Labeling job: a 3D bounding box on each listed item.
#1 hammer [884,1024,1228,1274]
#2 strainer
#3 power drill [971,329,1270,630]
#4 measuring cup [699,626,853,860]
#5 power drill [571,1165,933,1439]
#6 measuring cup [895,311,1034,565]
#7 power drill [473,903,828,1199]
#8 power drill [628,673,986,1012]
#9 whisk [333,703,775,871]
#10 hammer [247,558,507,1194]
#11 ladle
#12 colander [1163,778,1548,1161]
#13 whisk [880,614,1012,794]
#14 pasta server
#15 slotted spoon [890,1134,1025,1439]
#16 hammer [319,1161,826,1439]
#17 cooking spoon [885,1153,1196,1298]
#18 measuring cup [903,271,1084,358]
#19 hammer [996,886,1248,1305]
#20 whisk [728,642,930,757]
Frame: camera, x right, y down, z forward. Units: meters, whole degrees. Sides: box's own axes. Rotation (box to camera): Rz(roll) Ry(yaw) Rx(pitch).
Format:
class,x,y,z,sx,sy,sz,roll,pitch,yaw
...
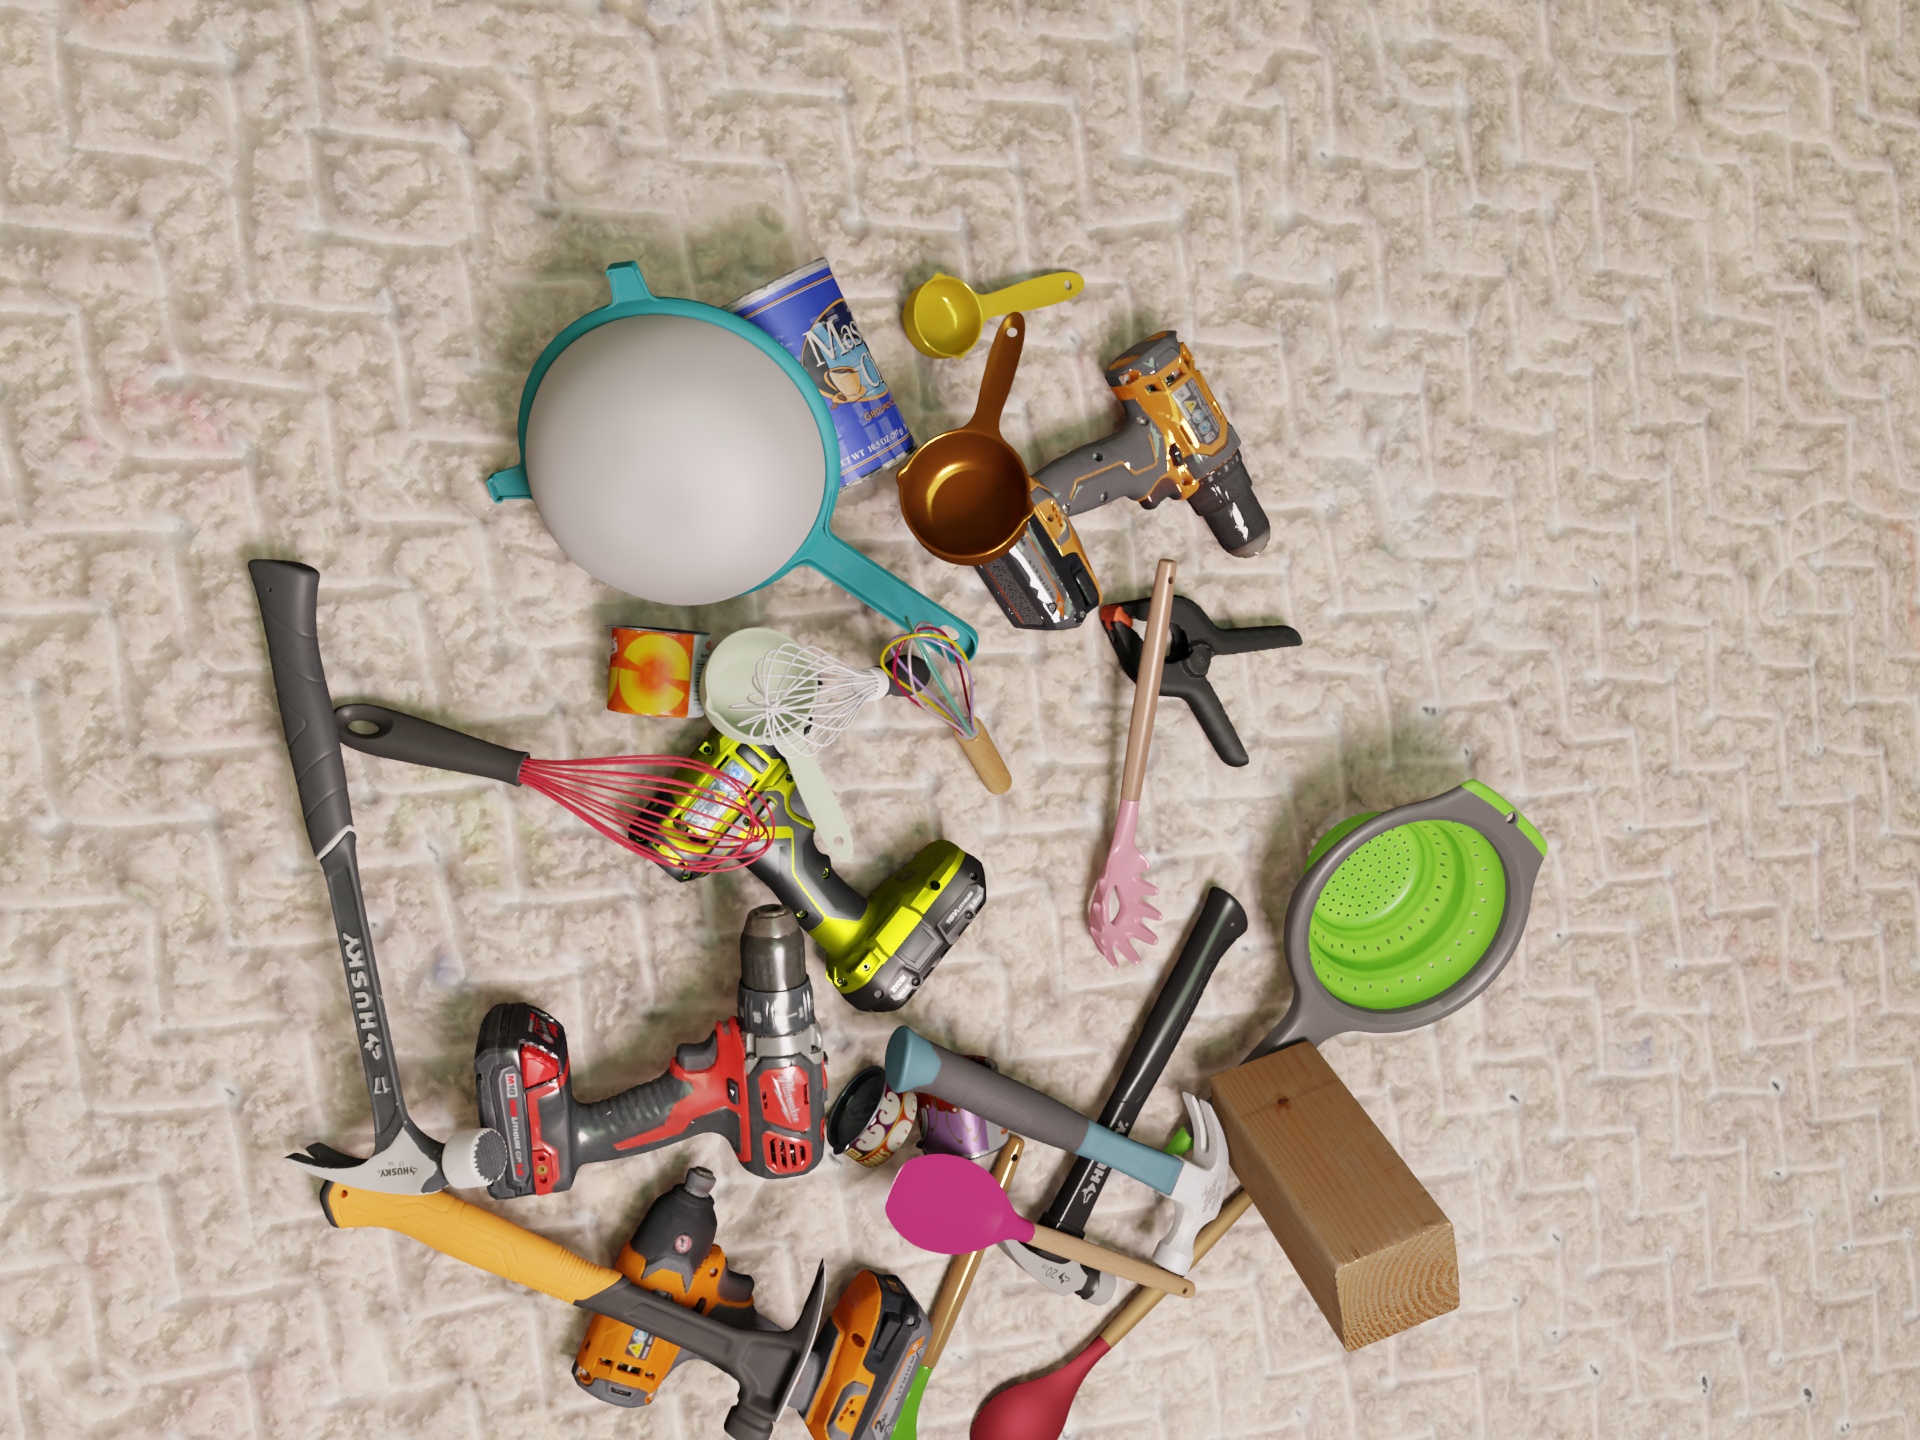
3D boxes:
class,x,y,z,sx,sy,sz,roll,pitch,yaw
hammer,0.076,0.301,1.168,0.330,0.033,0.128,31,80,-30
strainer,-0.134,-0.116,1.012,0.340,0.095,0.211,33,120,-13
power drill,0.123,-0.155,1.187,0.226,0.084,0.185,-41,109,-18
measuring cup,-0.117,0.019,1.059,0.083,0.038,0.167,-27,92,-24
power drill,-0.140,0.421,1.131,0.226,0.084,0.164,24,86,-18
measuring cup,0.016,-0.188,1.079,0.095,0.052,0.174,15,84,7
power drill,-0.202,0.221,1.059,0.226,0.080,0.188,-4,103,-10
power drill,-0.096,0.085,1.121,0.223,0.080,0.171,42,80,-16
whisk,-0.263,0.037,1.024,0.296,0.073,0.073,15,89,-1
hammer,-0.392,0.098,0.999,0.149,0.036,0.409,-11,91,20
ladle,0.134,0.479,1.273,0.315,0.031,0.069,-40,108,-15
colander,0.289,0.201,1.286,0.204,0.095,0.397,37,99,-24
whisk,-0.004,-0.003,1.095,0.047,0.051,0.244,-38,151,-4
pasta server,0.136,0.035,1.194,0.060,0.040,0.316,-6,112,-34
slotted spoon,-0.018,0.465,1.211,0.070,0.031,0.314,26,84,-22
hammer,-0.257,0.361,1.053,0.337,0.034,0.127,24,86,-5
cooking spoon,0.068,0.389,1.188,0.318,0.017,0.069,30,80,-32
measuring cup,0.025,-0.304,1.166,0.156,0.029,0.062,-23,103,-30
hammer,0.133,0.283,1.242,0.146,0.035,0.335,34,80,-31
whisk,-0.069,-0.021,1.037,0.070,0.284,0.070,2,96,17
